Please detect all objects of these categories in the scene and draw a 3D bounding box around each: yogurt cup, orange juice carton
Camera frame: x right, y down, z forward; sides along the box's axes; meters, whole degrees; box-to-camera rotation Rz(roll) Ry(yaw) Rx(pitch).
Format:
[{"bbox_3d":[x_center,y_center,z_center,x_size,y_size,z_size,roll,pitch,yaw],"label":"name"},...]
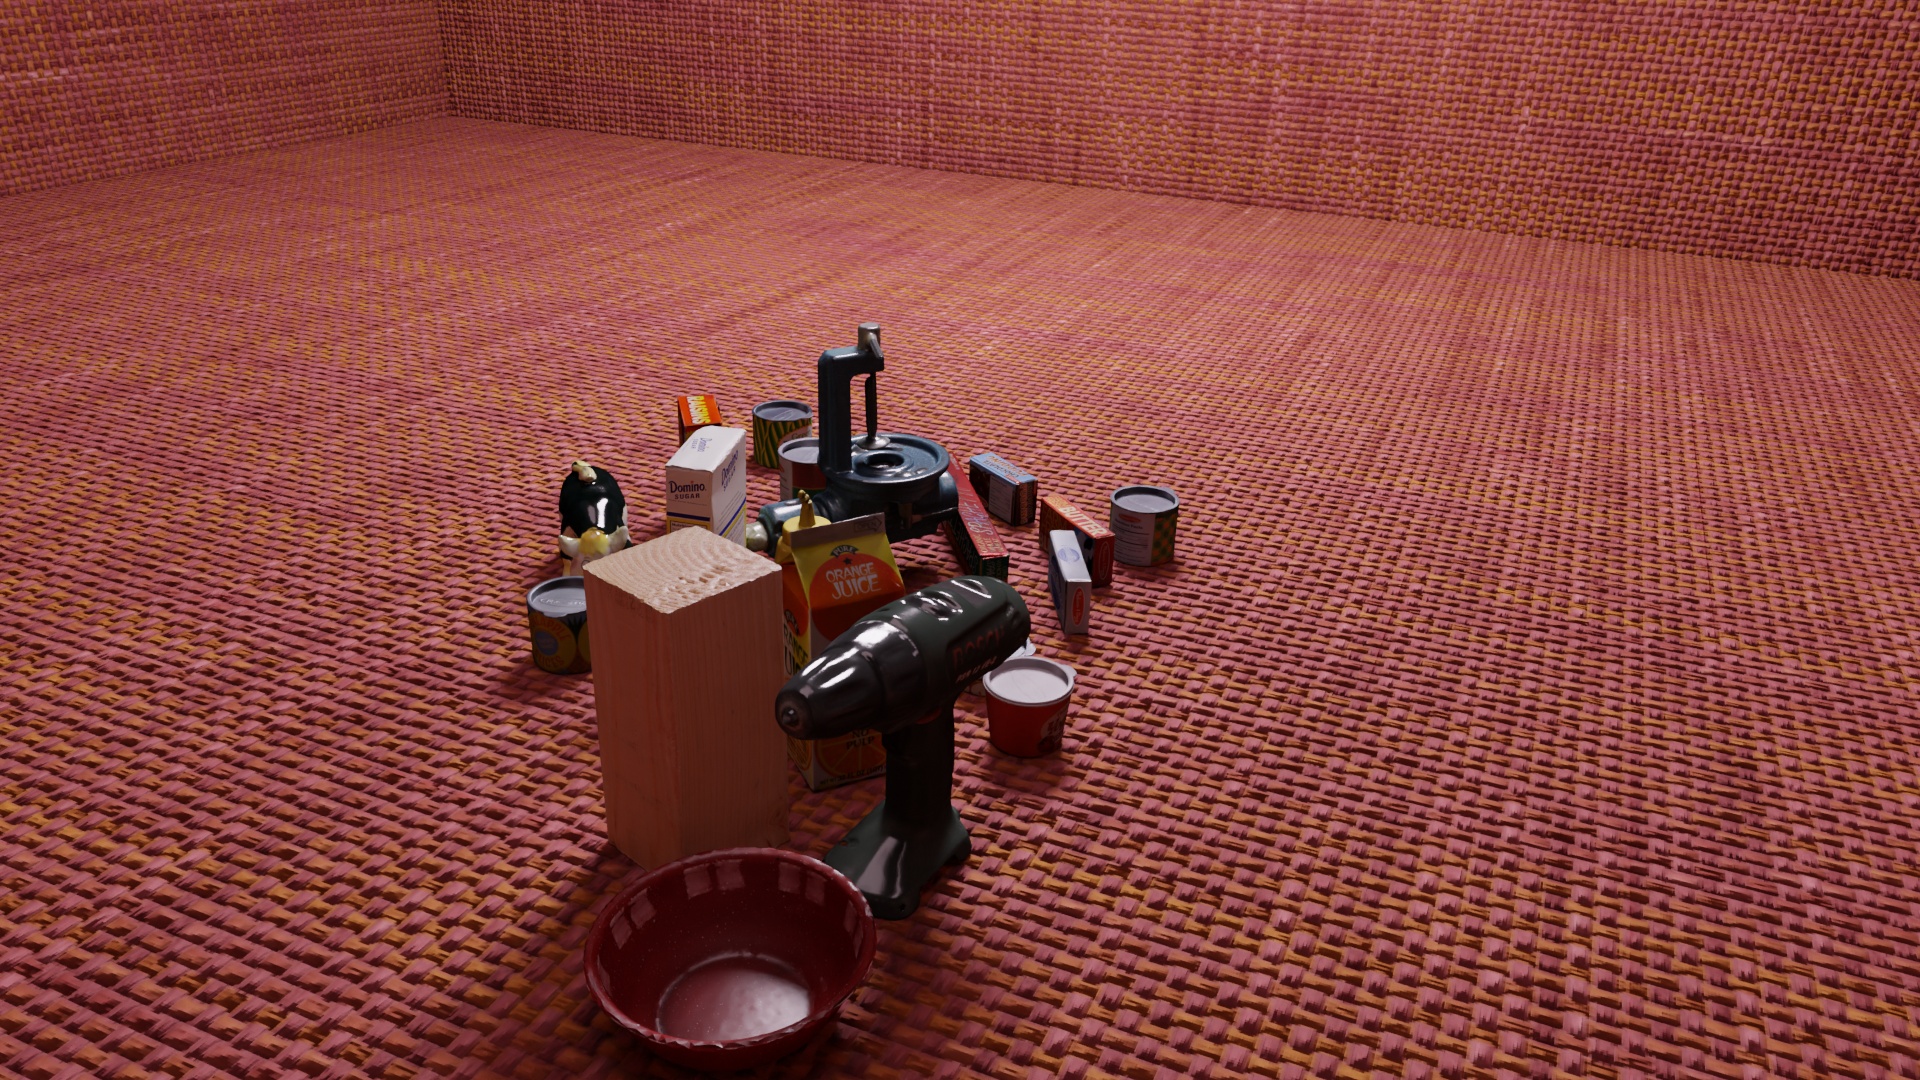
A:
[{"bbox_3d":[0.050,0.126,1.044,0.072,0.053,0.073,1,25,-1],"label":"yogurt cup"},{"bbox_3d":[-0.086,0.073,0.985,0.072,0.191,0.073,-11,28,-24],"label":"orange juice carton"}]

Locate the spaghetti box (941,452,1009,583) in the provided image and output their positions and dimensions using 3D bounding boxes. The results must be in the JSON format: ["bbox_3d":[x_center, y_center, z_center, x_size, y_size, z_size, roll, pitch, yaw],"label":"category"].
[{"bbox_3d":[0.005,-0.017,1.346,0.029,0.050,0.251,-4,26,-12],"label":"spaghetti box"}]

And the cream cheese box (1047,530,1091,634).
[{"bbox_3d":[0.096,0.036,1.237,0.024,0.053,0.104,0,25,-5],"label":"cream cheese box"}]

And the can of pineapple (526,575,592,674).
[{"bbox_3d":[-0.319,0.070,1.134,0.071,0.057,0.071,1,25,-1],"label":"can of pineapple"}]

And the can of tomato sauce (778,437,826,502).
[{"bbox_3d":[-0.144,-0.051,1.371,0.071,0.082,0.071,1,25,-1],"label":"can of tomato sauce"}]

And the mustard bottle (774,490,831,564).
[{"bbox_3d":[-0.119,0.032,1.107,0.065,0.159,0.049,7,26,11],"label":"mustard bottle"}]

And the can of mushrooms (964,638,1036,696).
[{"bbox_3d":[0.026,0.097,1.128,0.071,0.033,0.071,1,25,-1],"label":"can of mushrooms"}]

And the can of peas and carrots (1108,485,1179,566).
[{"bbox_3d":[0.178,-0.015,1.345,0.071,0.058,0.071,1,25,-1],"label":"can of peas and carrots"}]

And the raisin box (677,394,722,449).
[{"bbox_3d":[-0.252,-0.071,1.359,0.040,0.122,0.086,-5,26,-14],"label":"raisin box"}]

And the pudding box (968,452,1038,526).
[{"bbox_3d":[0.043,-0.053,1.426,0.030,0.049,0.084,-15,30,-32],"label":"pudding box"}]

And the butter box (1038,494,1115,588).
[{"bbox_3d":[0.109,-0.001,1.316,0.024,0.053,0.104,-10,28,-24],"label":"butter box"}]

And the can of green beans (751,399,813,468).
[{"bbox_3d":[-0.197,-0.118,1.536,0.071,0.057,0.071,1,25,-1],"label":"can of green beans"}]
